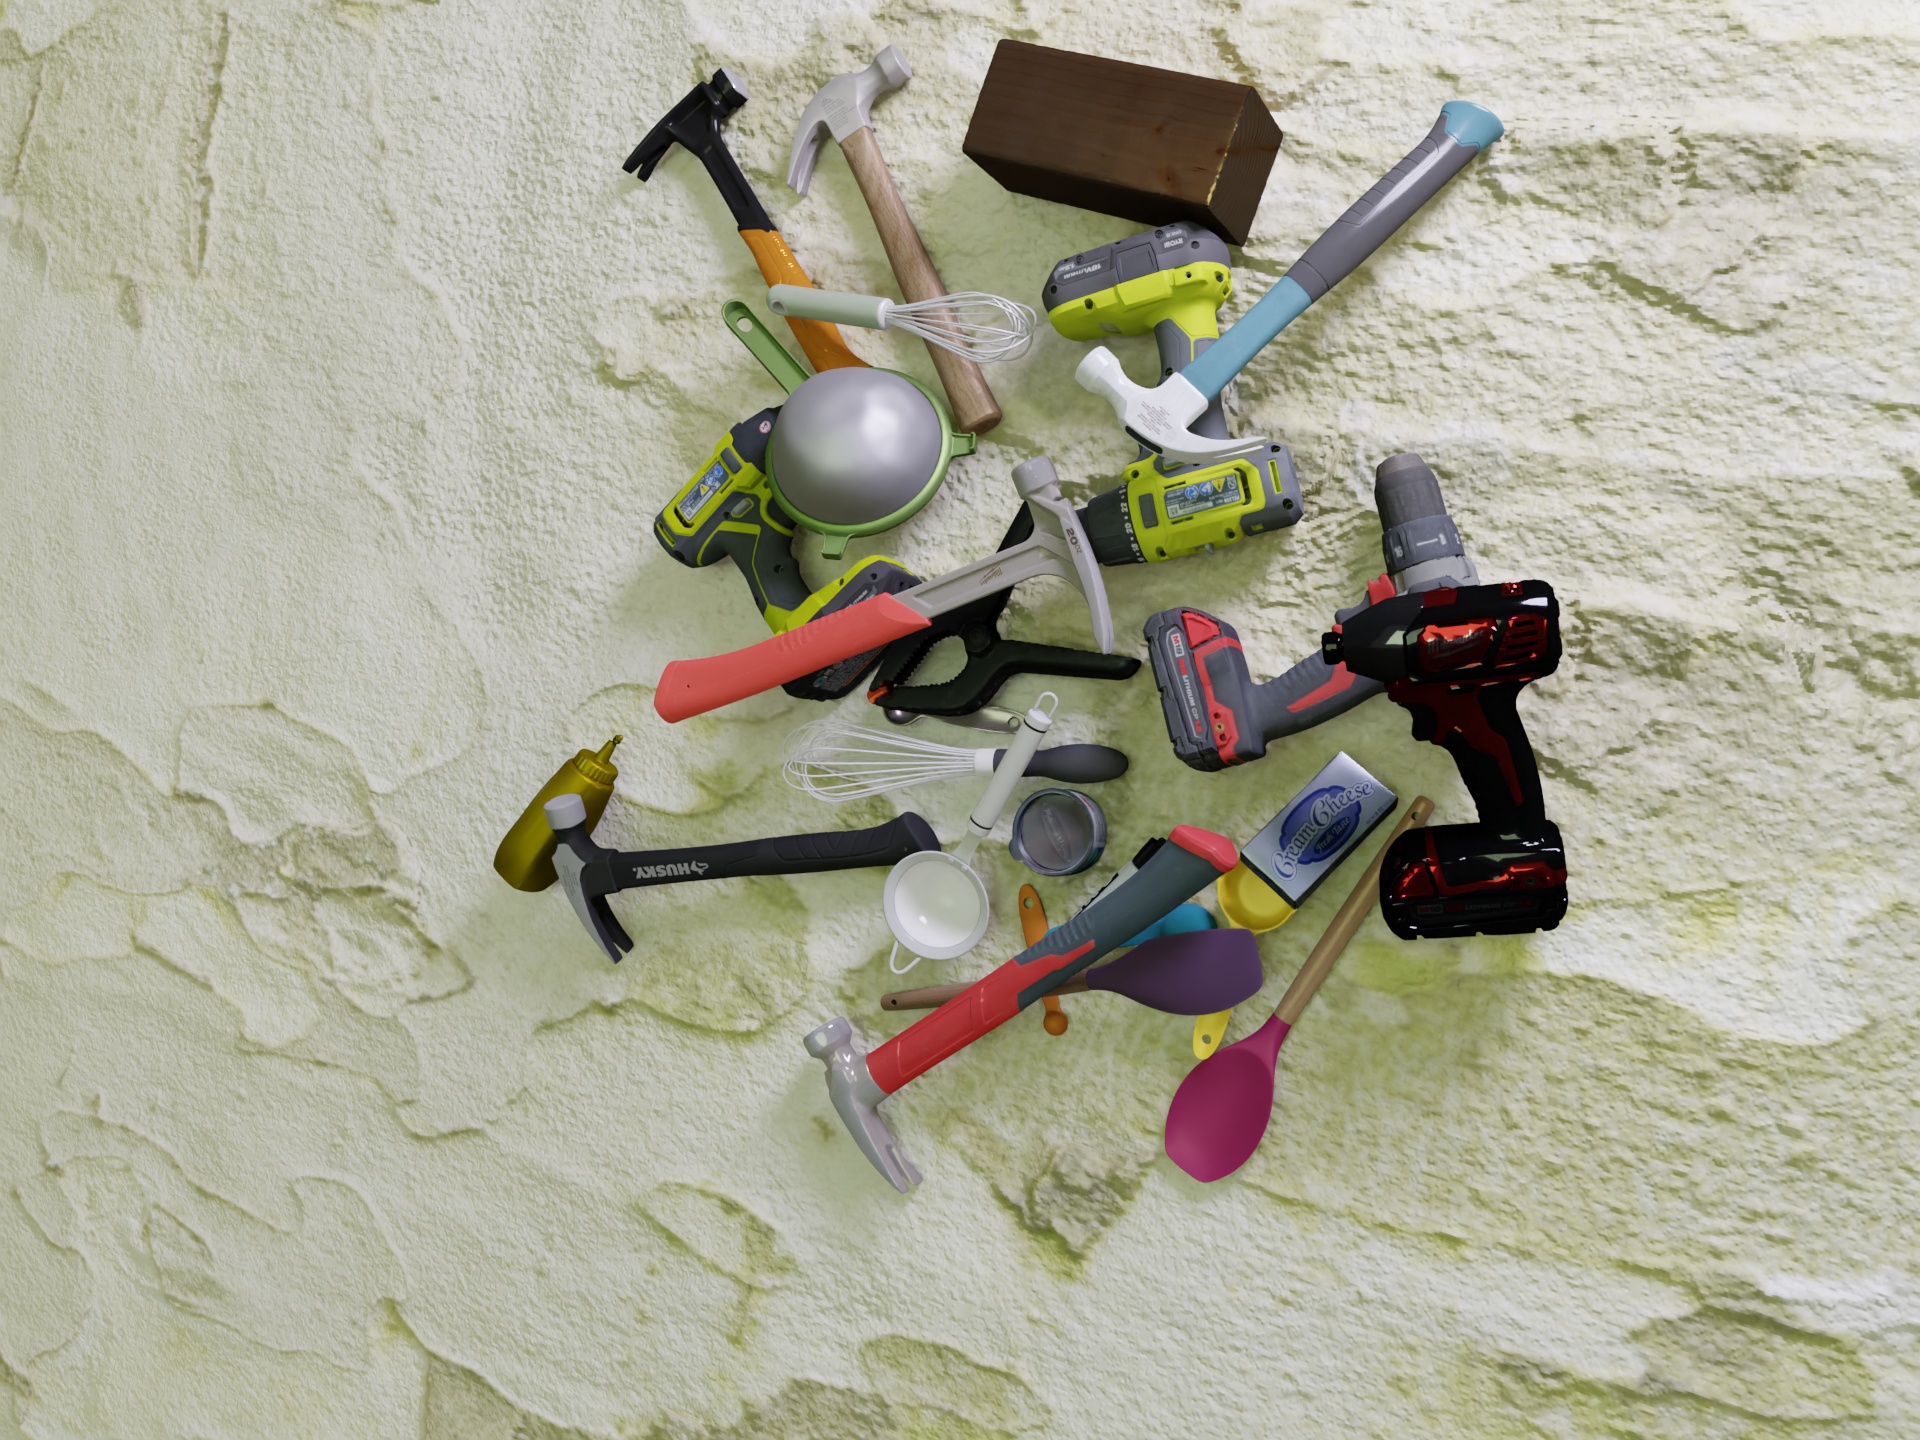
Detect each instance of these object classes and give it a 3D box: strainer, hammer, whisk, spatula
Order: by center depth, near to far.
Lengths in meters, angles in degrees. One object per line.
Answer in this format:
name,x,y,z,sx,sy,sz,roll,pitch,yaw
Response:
hammer,0.240,-0.306,1.091,0.331,0.033,0.128,-43,82,-2
hammer,0.052,0.205,1.161,0.386,0.038,0.143,-38,78,27
spatula,0.074,0.197,1.181,0.316,0.018,0.060,-11,87,30
hammer,-0.068,-0.061,1.185,0.359,0.036,0.149,-21,87,19
strainer,0.013,0.085,1.196,0.087,0.050,0.258,33,114,10
whisk,-0.009,0.034,1.229,0.284,0.070,0.070,0,86,20
strainer,-0.117,-0.258,1.239,0.151,0.069,0.256,-38,69,-5
whisk,-0.051,-0.318,1.246,0.246,0.057,0.059,15,58,27
hammer,-0.046,-0.377,1.285,0.130,0.031,0.331,-28,75,21
hammer,-0.175,0.118,1.294,0.335,0.035,0.146,-7,107,19
hammer,-0.166,-0.390,1.342,0.127,0.034,0.337,-36,72,18

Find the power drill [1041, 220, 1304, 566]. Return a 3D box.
power drill,0.134,-0.226,1.160,0.190,0.080,0.228,-13,83,18

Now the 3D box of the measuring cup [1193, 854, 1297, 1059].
measuring cup,0.199,0.167,1.134,0.062,0.029,0.156,21,98,25

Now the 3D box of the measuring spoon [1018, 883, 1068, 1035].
measuring spoon,0.060,0.181,1.206,0.021,0.011,0.117,-16,80,23

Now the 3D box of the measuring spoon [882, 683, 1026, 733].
measuring spoon,-0.002,-0.004,1.250,0.124,0.018,0.034,9,80,19

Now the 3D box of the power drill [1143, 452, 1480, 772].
power drill,0.247,-0.069,1.102,0.227,0.080,0.188,-16,80,21

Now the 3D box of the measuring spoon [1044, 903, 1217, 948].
measuring spoon,0.122,0.158,1.159,0.128,0.021,0.042,-5,94,14

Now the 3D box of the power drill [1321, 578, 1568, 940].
power drill,0.311,0.023,1.011,0.143,0.078,0.219,-6,107,15

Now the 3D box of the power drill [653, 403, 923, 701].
power drill,-0.135,-0.141,1.288,0.171,0.080,0.223,-44,67,16

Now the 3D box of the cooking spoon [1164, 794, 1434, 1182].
cooking spoon,0.240,0.189,1.116,0.069,0.017,0.319,36,102,26
